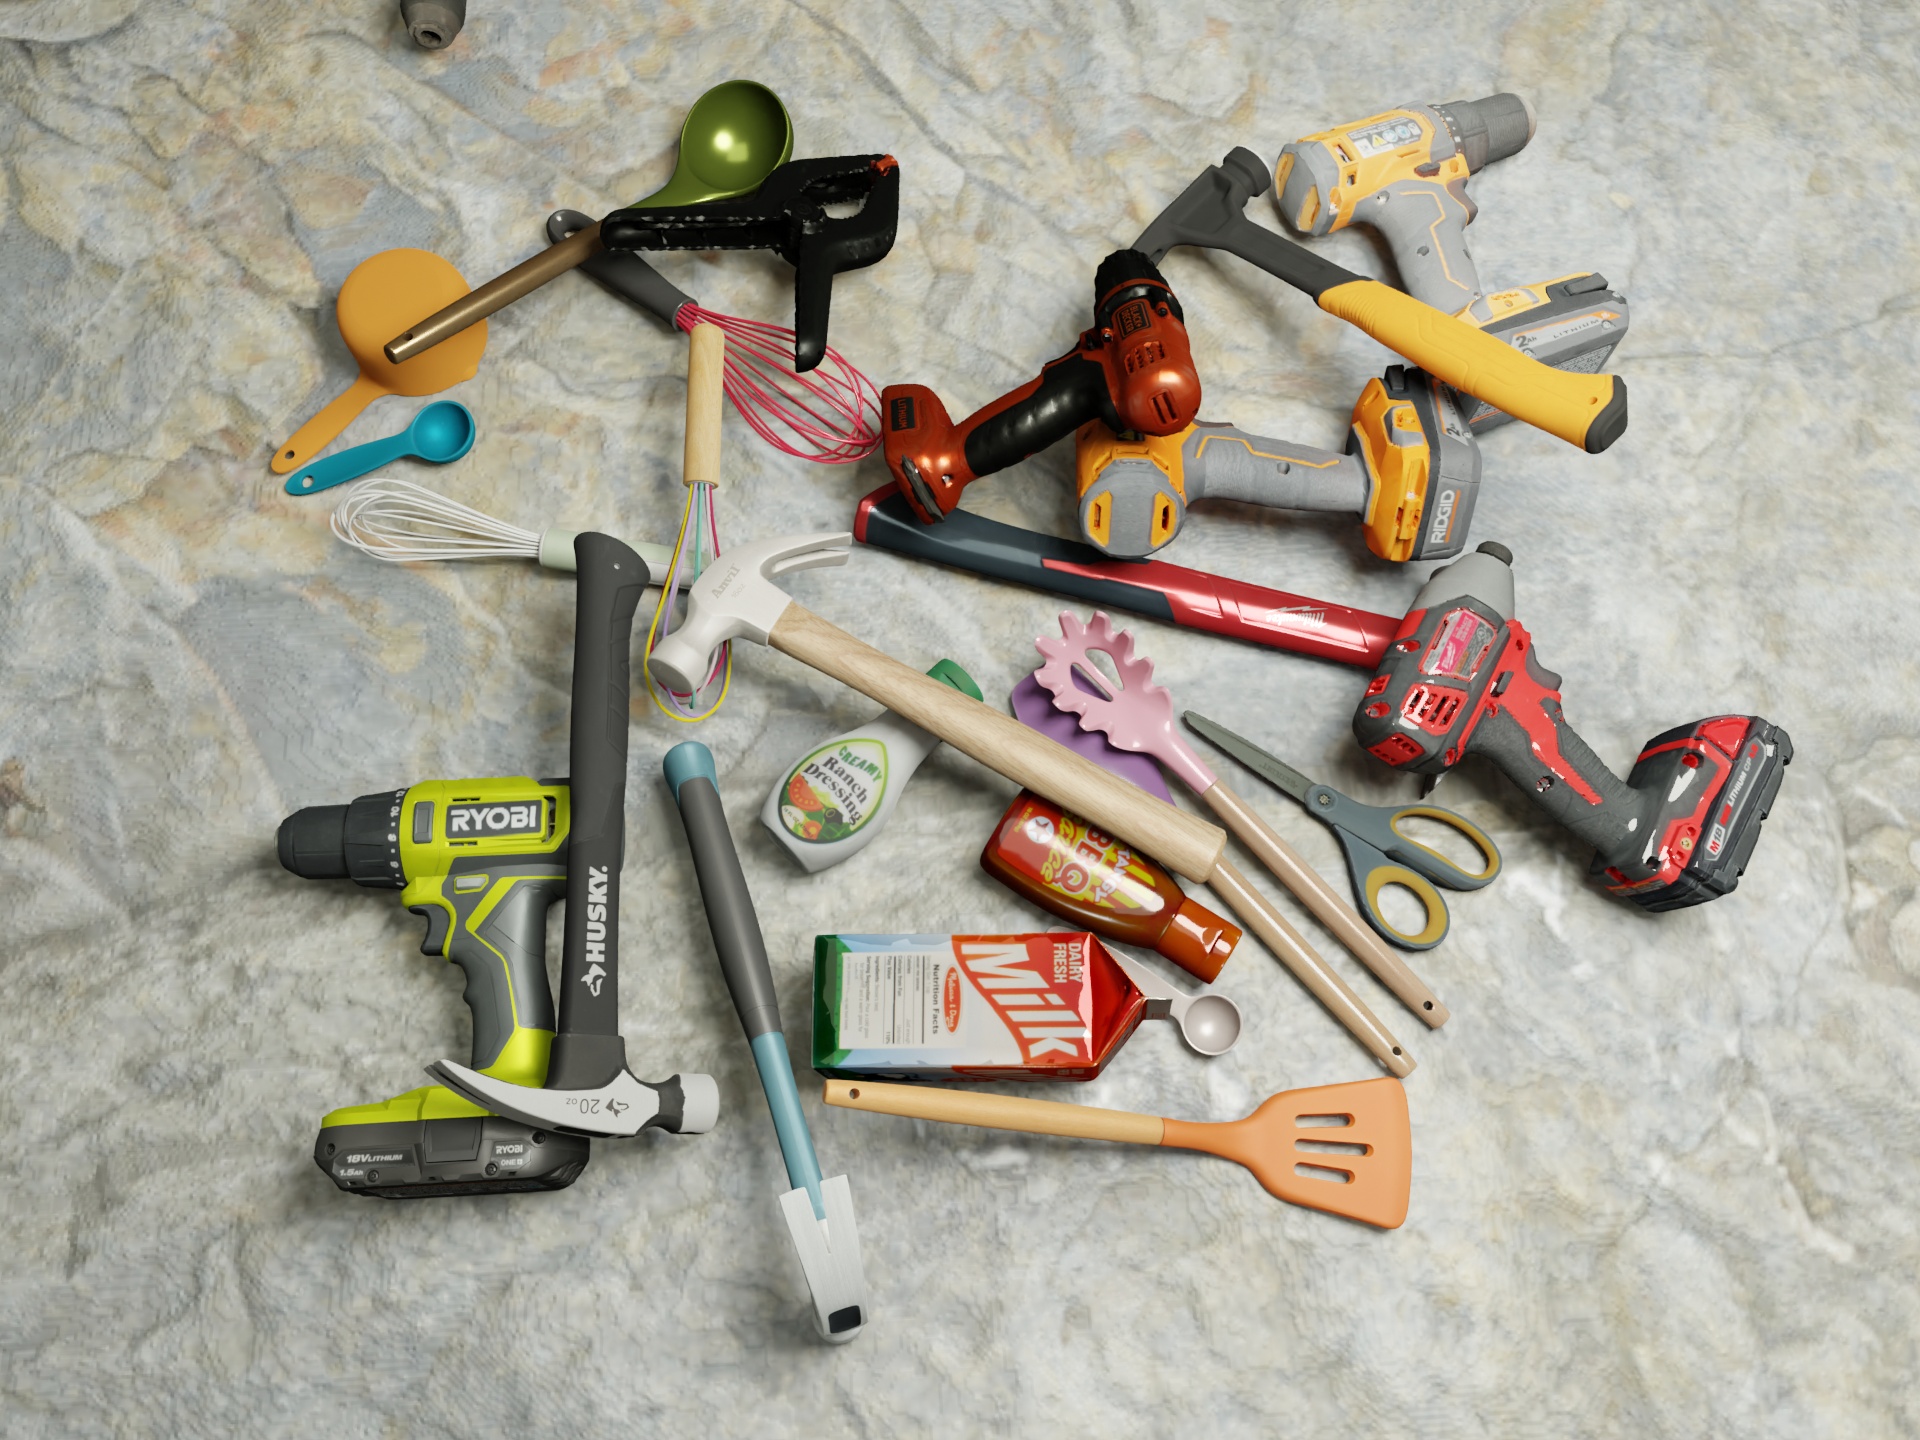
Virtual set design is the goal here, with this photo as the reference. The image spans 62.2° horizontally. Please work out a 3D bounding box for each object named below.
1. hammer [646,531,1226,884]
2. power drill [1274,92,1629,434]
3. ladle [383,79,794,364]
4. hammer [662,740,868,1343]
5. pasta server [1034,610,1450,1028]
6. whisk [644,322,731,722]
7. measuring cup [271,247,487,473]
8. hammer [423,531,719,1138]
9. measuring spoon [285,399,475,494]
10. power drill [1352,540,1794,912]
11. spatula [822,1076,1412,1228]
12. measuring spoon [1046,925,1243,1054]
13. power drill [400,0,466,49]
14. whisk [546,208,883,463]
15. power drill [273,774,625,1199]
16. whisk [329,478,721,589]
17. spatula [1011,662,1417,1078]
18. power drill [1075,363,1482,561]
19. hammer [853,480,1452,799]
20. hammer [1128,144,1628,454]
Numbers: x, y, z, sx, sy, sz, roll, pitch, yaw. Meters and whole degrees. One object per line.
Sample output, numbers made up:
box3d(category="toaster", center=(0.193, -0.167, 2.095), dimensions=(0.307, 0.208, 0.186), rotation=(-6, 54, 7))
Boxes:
box3d(category="hammer", center=(-0.001, -0.003, 0.899), dimensions=(0.331, 0.031, 0.130), rotation=(28, 61, 3))
box3d(category="power drill", center=(0.334, -0.310, 1.027), dimensions=(0.185, 0.084, 0.226), rotation=(-21, 68, -14))
box3d(category="ladle", center=(-0.229, -0.313, 0.999), dimensions=(0.078, 0.062, 0.320), rotation=(40, 60, 13))
box3d(category="hammer", center=(-0.109, 0.162, 0.861), dimensions=(0.033, 0.128, 0.331), rotation=(-15, 64, -12))
box3d(category="pasta server", center=(0.163, 0.058, 0.914), dimensions=(0.060, 0.040, 0.316), rotation=(-45, 81, 3))
box3d(category="whisk", center=(-0.159, -0.120, 0.949), dimensions=(0.047, 0.051, 0.245), rotation=(1, 80, -1))
box3d(category="measuring cup", center=(-0.381, -0.229, 1.012), dimensions=(0.095, 0.052, 0.174), rotation=(37, 73, 11))
box3d(category="hammer", center=(-0.202, 0.053, 0.859), dimensions=(0.146, 0.035, 0.335), rotation=(10, 67, -30))
box3d(category="measuring spoon", center=(-0.367, -0.166, 1.014), dimensions=(0.128, 0.021, 0.042), rotation=(-19, 73, 3))
box3d(category="power drill", center=(0.343, 0.001, 0.900), dimensions=(0.219, 0.078, 0.143), rotation=(31, 73, -1))
box3d(category="spatula", center=(0.087, 0.215, 0.845), dimensions=(0.322, 0.041, 0.081), rotation=(10, 71, -14))
box3d(category="measuring spoon", center=(0.104, 0.150, 0.907), dimensions=(0.124, 0.018, 0.034), rotation=(28, 90, 16))
box3d(category="power drill", center=(-0.286, -0.559, 1.114), dimensions=(0.226, 0.080, 0.188), rotation=(-2, 71, 2))
box3d(category="whisk", center=(-0.162, -0.251, 1.021), dimensions=(0.296, 0.073, 0.073), rotation=(37, 75, 19))
box3d(category="power drill", center=(-0.286, 0.141, 0.876), dimensions=(0.190, 0.080, 0.229), rotation=(-3, 68, -2))
box3d(category="whisk", center=(-0.263, -0.107, 0.977), dimensions=(0.246, 0.057, 0.059), rotation=(9, 41, -1))
box3d(category="spatula", center=(0.144, 0.085, 0.924), dimensions=(0.060, 0.018, 0.316), rotation=(-38, 74, -21))
box3d(category="power drill", center=(0.182, -0.165, 0.964), dimensions=(0.226, 0.084, 0.164), rotation=(1, 41, 1))
box3d(category="hammer", center=(0.120, -0.065, 0.965), dimensions=(0.386, 0.038, 0.143), rotation=(14, 73, 5))
box3d(category="hammer", center=(0.241, -0.239, 0.944), dimensions=(0.127, 0.034, 0.337), rotation=(-45, 54, -5))
